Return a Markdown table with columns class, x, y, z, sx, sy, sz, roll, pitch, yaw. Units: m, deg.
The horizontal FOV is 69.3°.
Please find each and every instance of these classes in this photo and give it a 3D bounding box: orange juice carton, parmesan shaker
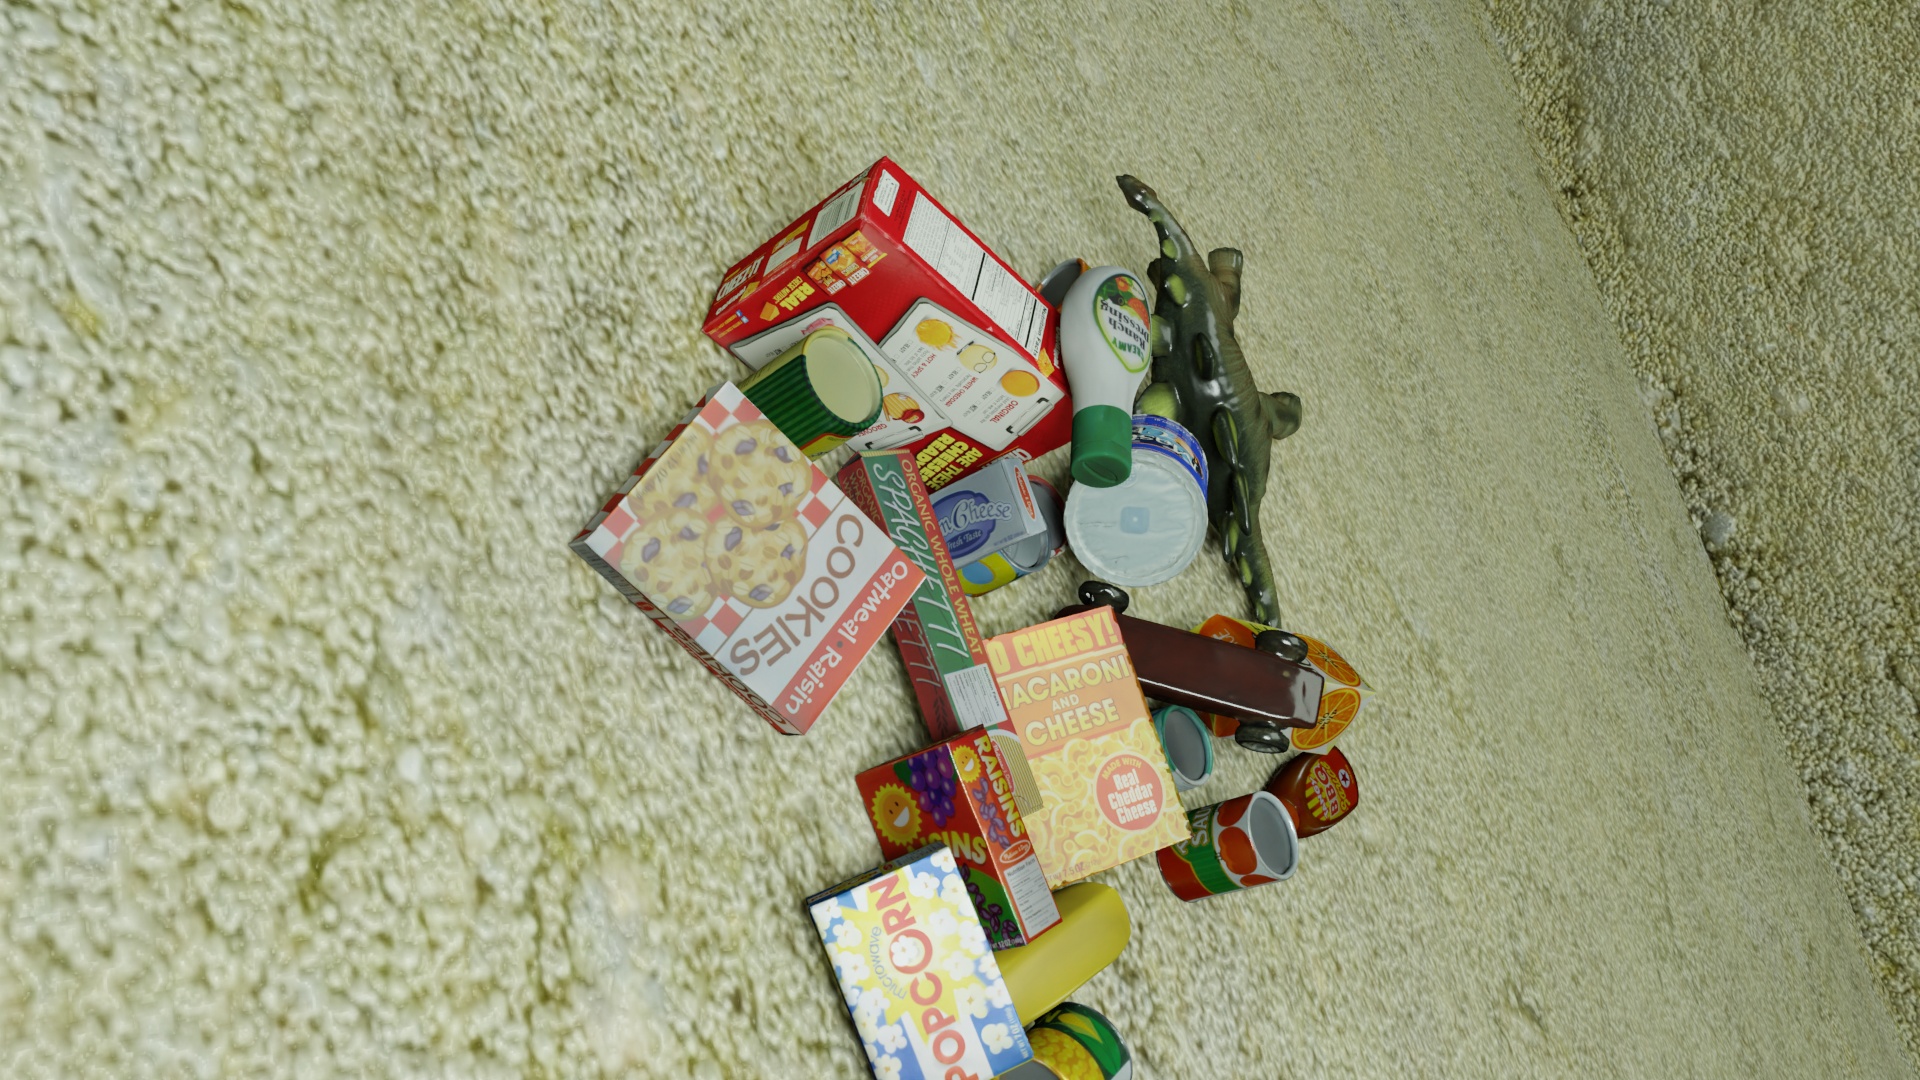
| class | x | y | z | sx | sy | sz | roll | pitch | yaw |
| --- | --- | --- | --- | --- | --- | --- | --- | --- | --- |
| orange juice carton | 0.240 | 0.115 | 1.121 | 0.193 | 0.072 | 0.072 | 14 | 27 | -39 |
| parmesan shaker | -0.105 | -0.076 | 0.842 | 0.071 | 0.102 | 0.071 | 26 | 52 | -38 |

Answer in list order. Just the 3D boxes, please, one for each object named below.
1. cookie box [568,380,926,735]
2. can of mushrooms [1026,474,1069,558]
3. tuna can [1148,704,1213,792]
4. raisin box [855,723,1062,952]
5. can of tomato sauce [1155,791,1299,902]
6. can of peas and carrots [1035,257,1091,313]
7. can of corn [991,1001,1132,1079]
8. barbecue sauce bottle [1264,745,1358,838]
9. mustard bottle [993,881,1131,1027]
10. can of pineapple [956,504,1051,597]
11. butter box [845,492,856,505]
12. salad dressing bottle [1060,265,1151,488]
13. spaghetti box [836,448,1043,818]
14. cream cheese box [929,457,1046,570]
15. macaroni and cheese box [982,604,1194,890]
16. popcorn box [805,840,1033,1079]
| class | x | y | z | sx | sy | sz | roll | pitch | yaw |
| --- | --- | --- | --- | --- | --- | --- | --- | --- | --- |
| cookie box | -0.117 | 0.012 | 0.792 | 0.167 | 0.040 | 0.123 | 45 | 67 | -20 |
| can of mushrooms | 0.051 | -0.016 | 1.040 | 0.071 | 0.033 | 0.071 | 25 | 52 | -37 |
| tuna can | 0.162 | 0.158 | 1.065 | 0.071 | 0.032 | 0.071 | 26 | 52 | -38 |
| raisin box | -0.002 | 0.181 | 0.824 | 0.040 | 0.086 | 0.123 | -15 | 81 | -49 |
| can of tomato sauce | 0.196 | 0.224 | 1.024 | 0.071 | 0.083 | 0.071 | 26 | 51 | -38 |
| can of peas and carrots | 0.099 | -0.194 | 1.170 | 0.058 | 0.070 | 0.071 | 38 | 45 | -28 |
| can of corn | 0.058 | 0.319 | 0.831 | 0.058 | 0.071 | 0.071 | -23 | 87 | -51 |
| barbecue sauce bottle | 0.280 | 0.219 | 1.155 | 0.149 | 0.043 | 0.065 | -15 | 82 | -51 |
| mustard bottle | 0.037 | 0.263 | 0.844 | 0.161 | 0.065 | 0.049 | -24 | 94 | -42 |
| can of pineapple | 0.020 | -0.001 | 0.977 | 0.071 | 0.057 | 0.071 | 26 | 51 | -37 |
| butter box | -0.090 | 0.014 | 0.871 | 0.053 | 0.024 | 0.104 | 57 | 39 | -8 |
| salad dressing bottle | 0.089 | -0.102 | 0.860 | 0.064 | 0.044 | 0.148 | 29 | 51 | -33 |
| spaghetti box | -0.014 | 0.060 | 0.880 | 0.050 | 0.028 | 0.250 | -9 | 74 | -48 |
| cream cheese box | 0.003 | -0.012 | 0.928 | 0.024 | 0.103 | 0.053 | -8 | 76 | -55 |
| macaroni and cheese box | 0.071 | 0.139 | 0.934 | 0.124 | 0.040 | 0.166 | -13 | 77 | -26 |
| popcorn box | -0.023 | 0.242 | 0.769 | 0.085 | 0.038 | 0.127 | -21 | 84 | -11 |
